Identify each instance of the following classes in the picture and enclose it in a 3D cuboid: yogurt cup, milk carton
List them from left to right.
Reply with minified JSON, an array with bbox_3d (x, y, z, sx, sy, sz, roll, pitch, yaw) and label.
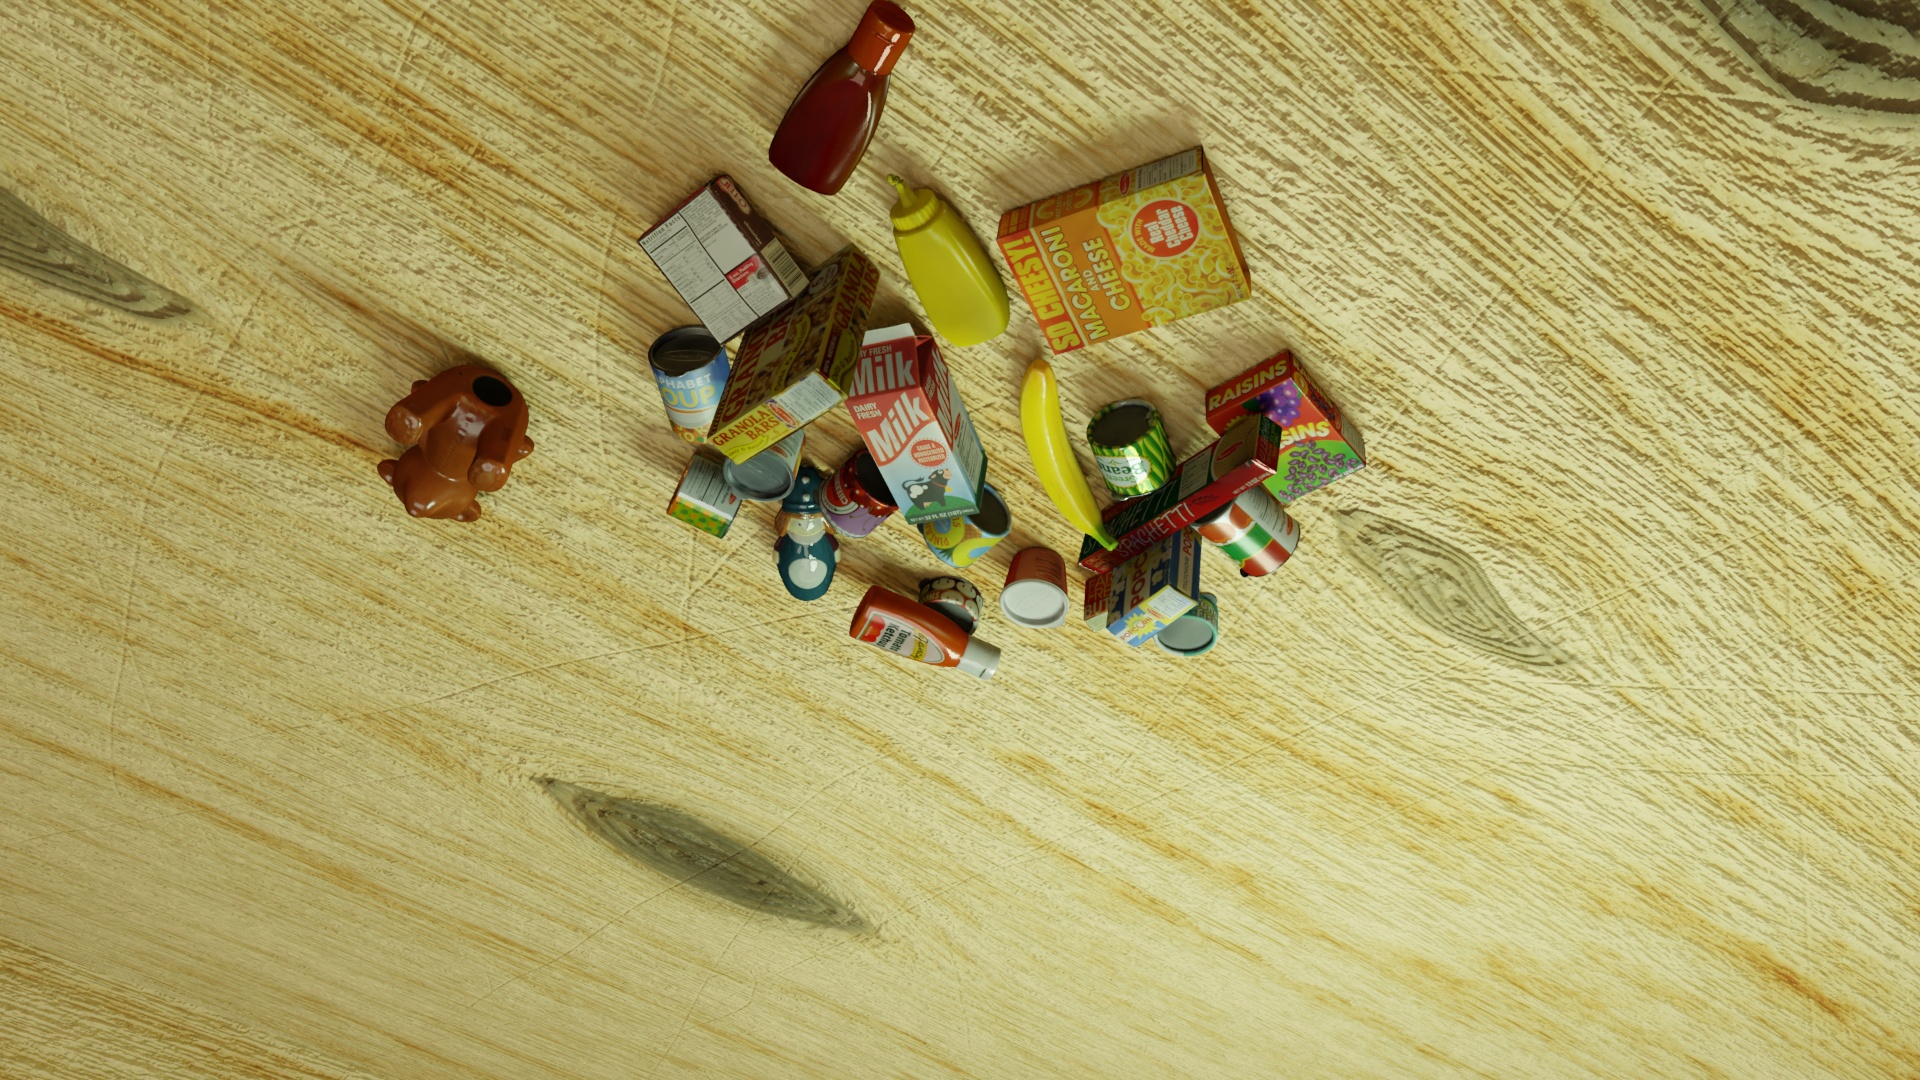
[{"bbox_3d":[-0.042,-0.109,1.210,0.072,0.074,0.189,-9,133,19],"label":"milk carton"},{"bbox_3d":[0.074,0.044,1.358,0.072,0.054,0.072,5,136,5],"label":"yogurt cup"}]

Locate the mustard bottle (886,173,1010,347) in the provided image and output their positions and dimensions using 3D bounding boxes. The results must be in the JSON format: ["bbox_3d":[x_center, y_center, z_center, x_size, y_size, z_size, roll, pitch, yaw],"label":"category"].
[{"bbox_3d":[-0.016,-0.228,1.101,0.065,0.049,0.159,-14,130,23],"label":"mustard bottle"}]

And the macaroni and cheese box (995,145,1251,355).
[{"bbox_3d":[0.129,-0.222,1.087,0.166,0.040,0.123,-14,131,22],"label":"macaroni and cheese box"}]

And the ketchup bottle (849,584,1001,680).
[{"bbox_3d":[-0.033,0.096,1.389,0.149,0.044,0.064,23,134,-11],"label":"ketchup bottle"}]

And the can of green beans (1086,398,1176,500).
[{"bbox_3d":[0.149,-0.081,1.208,0.071,0.071,0.057,-11,132,20],"label":"can of green beans"}]

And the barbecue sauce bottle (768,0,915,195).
[{"bbox_3d":[-0.084,-0.325,1.018,0.065,0.044,0.147,27,133,-17],"label":"barbecue sauce bottle"}]

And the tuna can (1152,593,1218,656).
[{"bbox_3d":[0.226,0.083,1.386,0.071,0.033,0.070,5,136,5],"label":"tuna can"}]

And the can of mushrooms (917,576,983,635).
[{"bbox_3d":[-0.014,0.070,1.415,0.071,0.034,0.070,6,136,6],"label":"can of mushrooms"}]

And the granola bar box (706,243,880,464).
[{"bbox_3d":[-0.132,-0.150,1.117,0.124,0.166,0.039,-27,126,31],"label":"granola bar box"}]

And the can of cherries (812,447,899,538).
[{"bbox_3d":[-0.092,-0.044,1.287,0.071,0.072,0.058,34,131,-23],"label":"can of cherries"}]

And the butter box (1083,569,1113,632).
[{"bbox_3d":[0.167,0.048,1.347,0.103,0.053,0.024,-24,129,31],"label":"butter box"}]

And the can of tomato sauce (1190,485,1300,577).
[{"bbox_3d":[0.254,-0.015,1.256,0.083,0.071,0.071,38,130,-25],"label":"can of tomato sauce"}]

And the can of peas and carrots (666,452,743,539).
[{"bbox_3d":[-0.240,-0.042,1.319,0.059,0.071,0.070,26,134,-15],"label":"can of peas and carrots"}]

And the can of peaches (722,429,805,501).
[{"bbox_3d":[-0.181,-0.078,1.277,0.071,0.058,0.070,5,136,5],"label":"can of peaches"}]

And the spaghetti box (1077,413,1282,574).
[{"bbox_3d":[0.188,-0.036,1.223,0.028,0.050,0.249,29,146,-19],"label":"spaghetti box"}]

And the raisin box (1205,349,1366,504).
[{"bbox_3d":[0.279,-0.095,1.191,0.086,0.040,0.123,-27,126,33],"label":"raisin box"}]

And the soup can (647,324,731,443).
[{"bbox_3d":[-0.232,-0.134,1.219,0.071,0.072,0.083,1,135,9],"label":"soup can"}]

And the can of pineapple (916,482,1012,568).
[{"bbox_3d":[0.005,-0.016,1.299,0.071,0.071,0.057,32,131,-21],"label":"can of pineapple"}]

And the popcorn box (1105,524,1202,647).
[{"bbox_3d":[0.178,0.026,1.269,0.038,0.127,0.085,33,131,-18],"label":"popcorn box"}]
